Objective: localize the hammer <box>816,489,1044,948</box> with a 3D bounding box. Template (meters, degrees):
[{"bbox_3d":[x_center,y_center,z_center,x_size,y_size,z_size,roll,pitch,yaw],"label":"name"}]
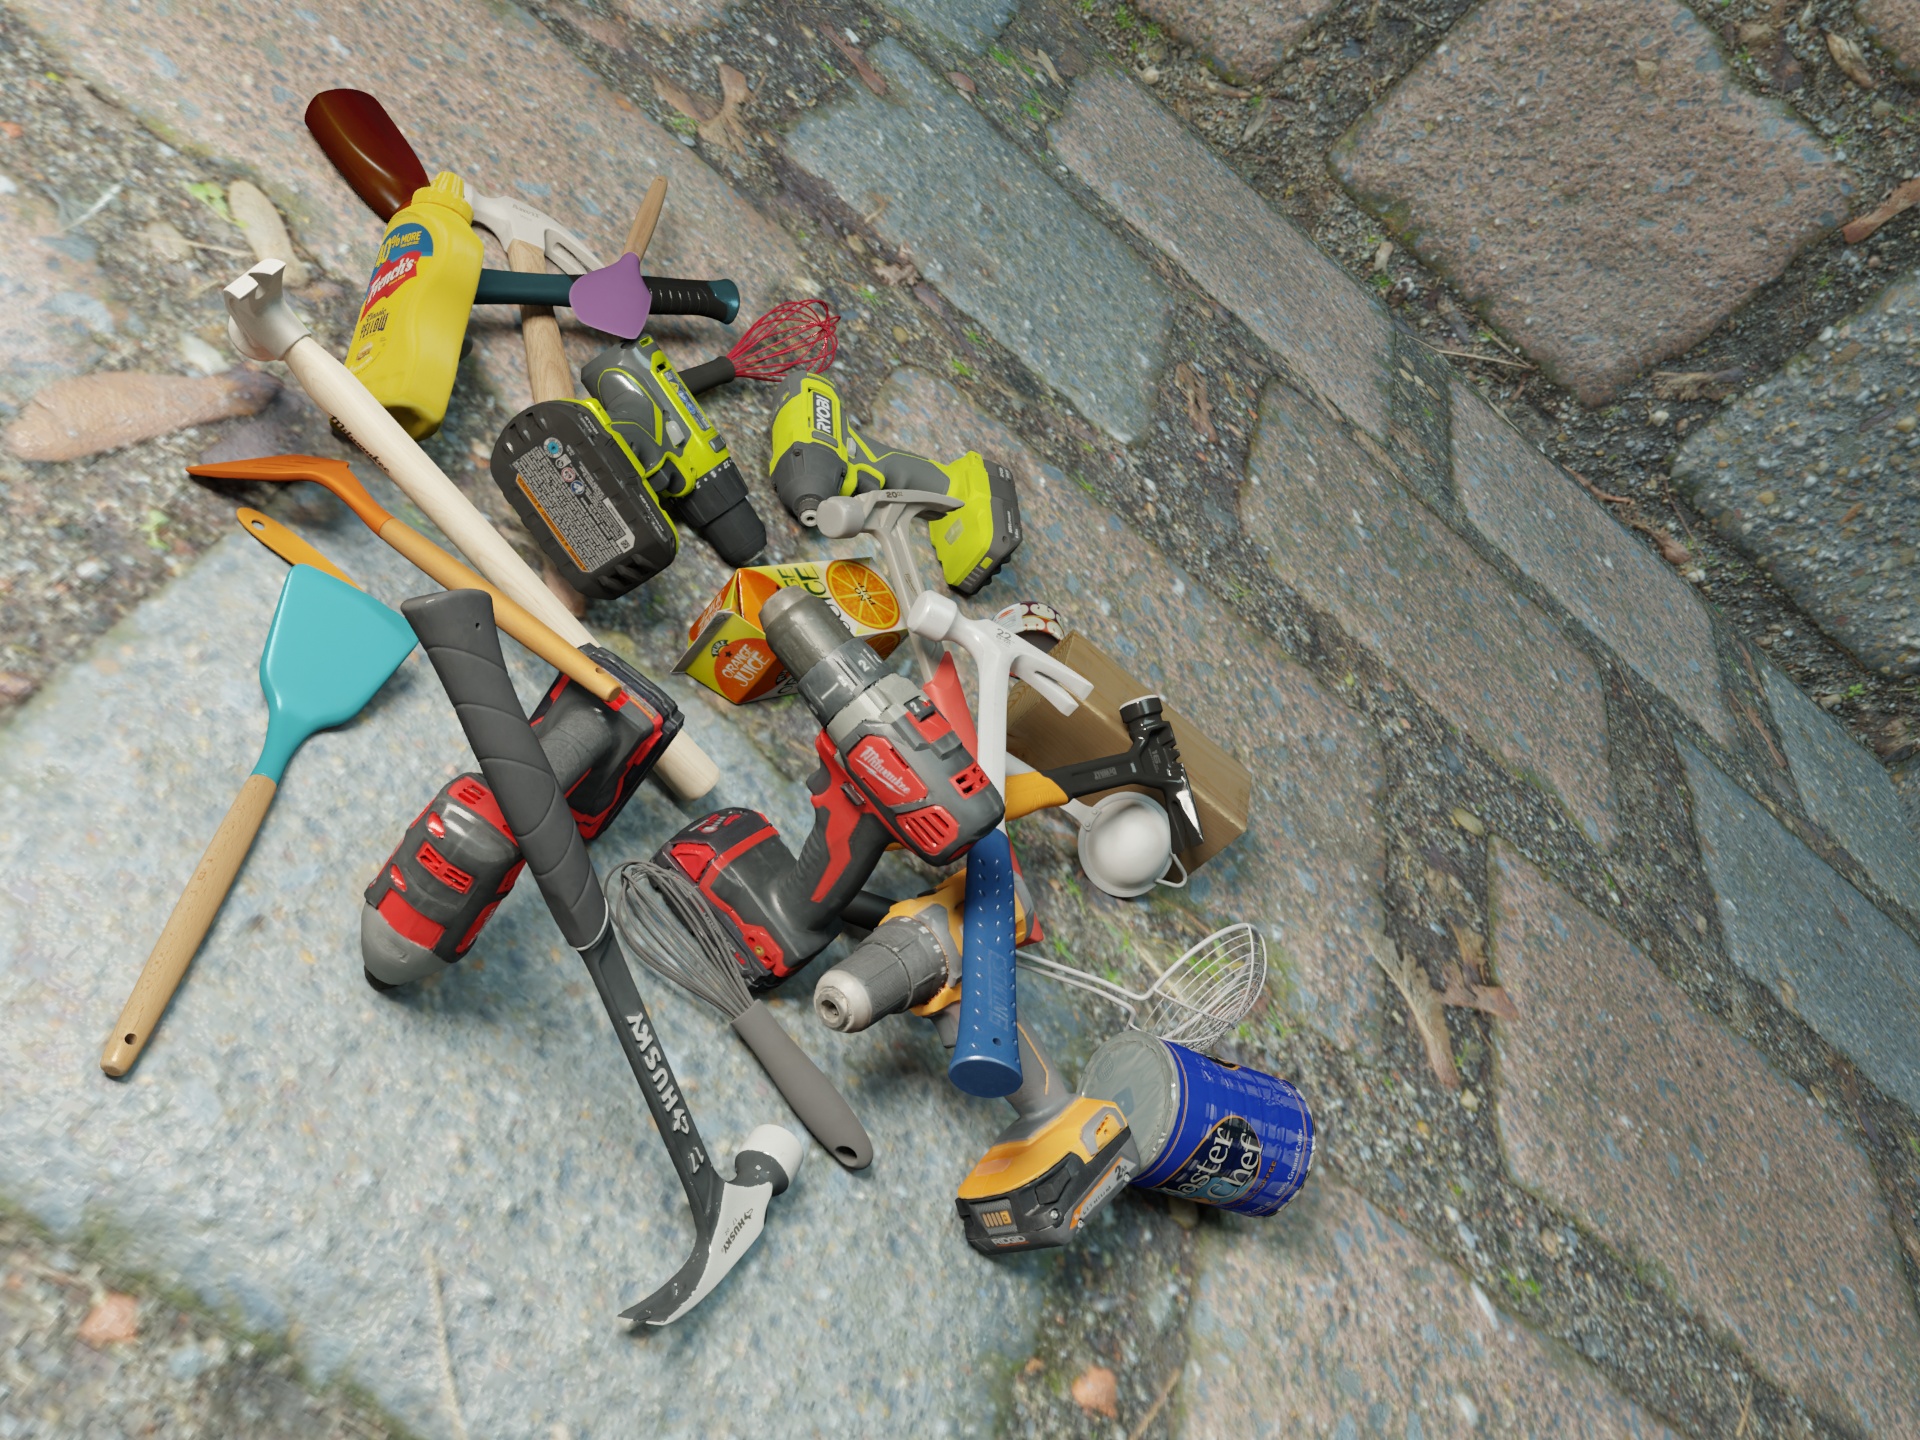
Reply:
[{"bbox_3d":[-0.002,-0.004,1.203,0.149,0.037,0.359,-8,78,-51],"label":"hammer"}]

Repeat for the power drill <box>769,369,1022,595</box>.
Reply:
[{"bbox_3d":[-0.061,-0.200,1.391,0.223,0.080,0.171,20,42,-27],"label":"power drill"}]

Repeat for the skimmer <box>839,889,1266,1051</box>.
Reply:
[{"bbox_3d":[0.051,0.154,1.134,0.363,0.127,0.090,20,31,-12],"label":"skimmer"}]

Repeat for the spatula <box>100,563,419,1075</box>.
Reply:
[{"bbox_3d":[-0.376,0.046,0.841,0.082,0.044,0.318,33,38,-25],"label":"spatula"}]

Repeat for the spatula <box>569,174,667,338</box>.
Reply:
[{"bbox_3d":[-0.265,-0.383,1.287,0.059,0.018,0.316,17,36,-13],"label":"spatula"}]

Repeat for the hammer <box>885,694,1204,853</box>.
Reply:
[{"bbox_3d":[0.052,0.061,1.167,0.336,0.034,0.127,-10,79,-43],"label":"hammer"}]

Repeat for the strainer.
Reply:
[{"bbox_3d":[0.082,0.066,1.292,0.258,0.050,0.087,32,80,-5],"label":"strainer"}]

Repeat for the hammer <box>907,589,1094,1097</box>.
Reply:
[{"bbox_3d":[0.025,0.069,1.034,0.144,0.035,0.406,25,37,-18],"label":"hammer"}]

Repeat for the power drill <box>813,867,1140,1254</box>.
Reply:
[{"bbox_3d":[0.008,0.217,0.996,0.185,0.084,0.226,-24,91,-52],"label":"power drill"}]

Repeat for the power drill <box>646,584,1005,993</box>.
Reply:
[{"bbox_3d":[-0.098,0.044,0.972,0.188,0.226,0.080,50,35,5],"label":"power drill"}]

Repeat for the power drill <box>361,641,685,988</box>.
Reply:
[{"bbox_3d":[-0.251,0.057,0.889,0.078,0.143,0.220,38,29,-4],"label":"power drill"}]

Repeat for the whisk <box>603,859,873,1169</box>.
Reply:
[{"bbox_3d":[-0.133,0.180,0.967,0.239,0.055,0.055,51,35,-1],"label":"whisk"}]

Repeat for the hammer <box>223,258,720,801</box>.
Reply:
[{"bbox_3d":[-0.291,-0.104,0.982,0.038,0.146,0.410,-46,108,-16],"label":"hammer"}]

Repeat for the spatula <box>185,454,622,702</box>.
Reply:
[{"bbox_3d":[-0.322,-0.093,0.940,0.323,0.041,0.081,34,29,18],"label":"spatula"}]

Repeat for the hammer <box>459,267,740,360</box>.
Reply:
[{"bbox_3d":[-0.298,-0.337,1.255,0.331,0.033,0.128,-15,68,-51],"label":"hammer"}]

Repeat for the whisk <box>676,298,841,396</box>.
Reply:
[{"bbox_3d":[-0.193,-0.307,1.375,0.073,0.073,0.296,48,40,2],"label":"whisk"}]

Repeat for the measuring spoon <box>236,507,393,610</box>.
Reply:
[{"bbox_3d":[-0.400,-0.092,0.985,0.117,0.011,0.021,38,35,-6],"label":"measuring spoon"}]

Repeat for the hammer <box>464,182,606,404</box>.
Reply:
[{"bbox_3d":[-0.322,-0.289,1.240,0.130,0.031,0.332,11,49,-40],"label":"hammer"}]

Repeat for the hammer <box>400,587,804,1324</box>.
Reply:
[{"bbox_3d":[-0.183,0.120,0.796,0.149,0.036,0.408,-54,132,-53],"label":"hammer"}]

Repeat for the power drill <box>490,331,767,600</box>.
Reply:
[{"bbox_3d":[-0.227,-0.173,1.151,0.190,0.080,0.229,56,21,-14],"label":"power drill"}]
